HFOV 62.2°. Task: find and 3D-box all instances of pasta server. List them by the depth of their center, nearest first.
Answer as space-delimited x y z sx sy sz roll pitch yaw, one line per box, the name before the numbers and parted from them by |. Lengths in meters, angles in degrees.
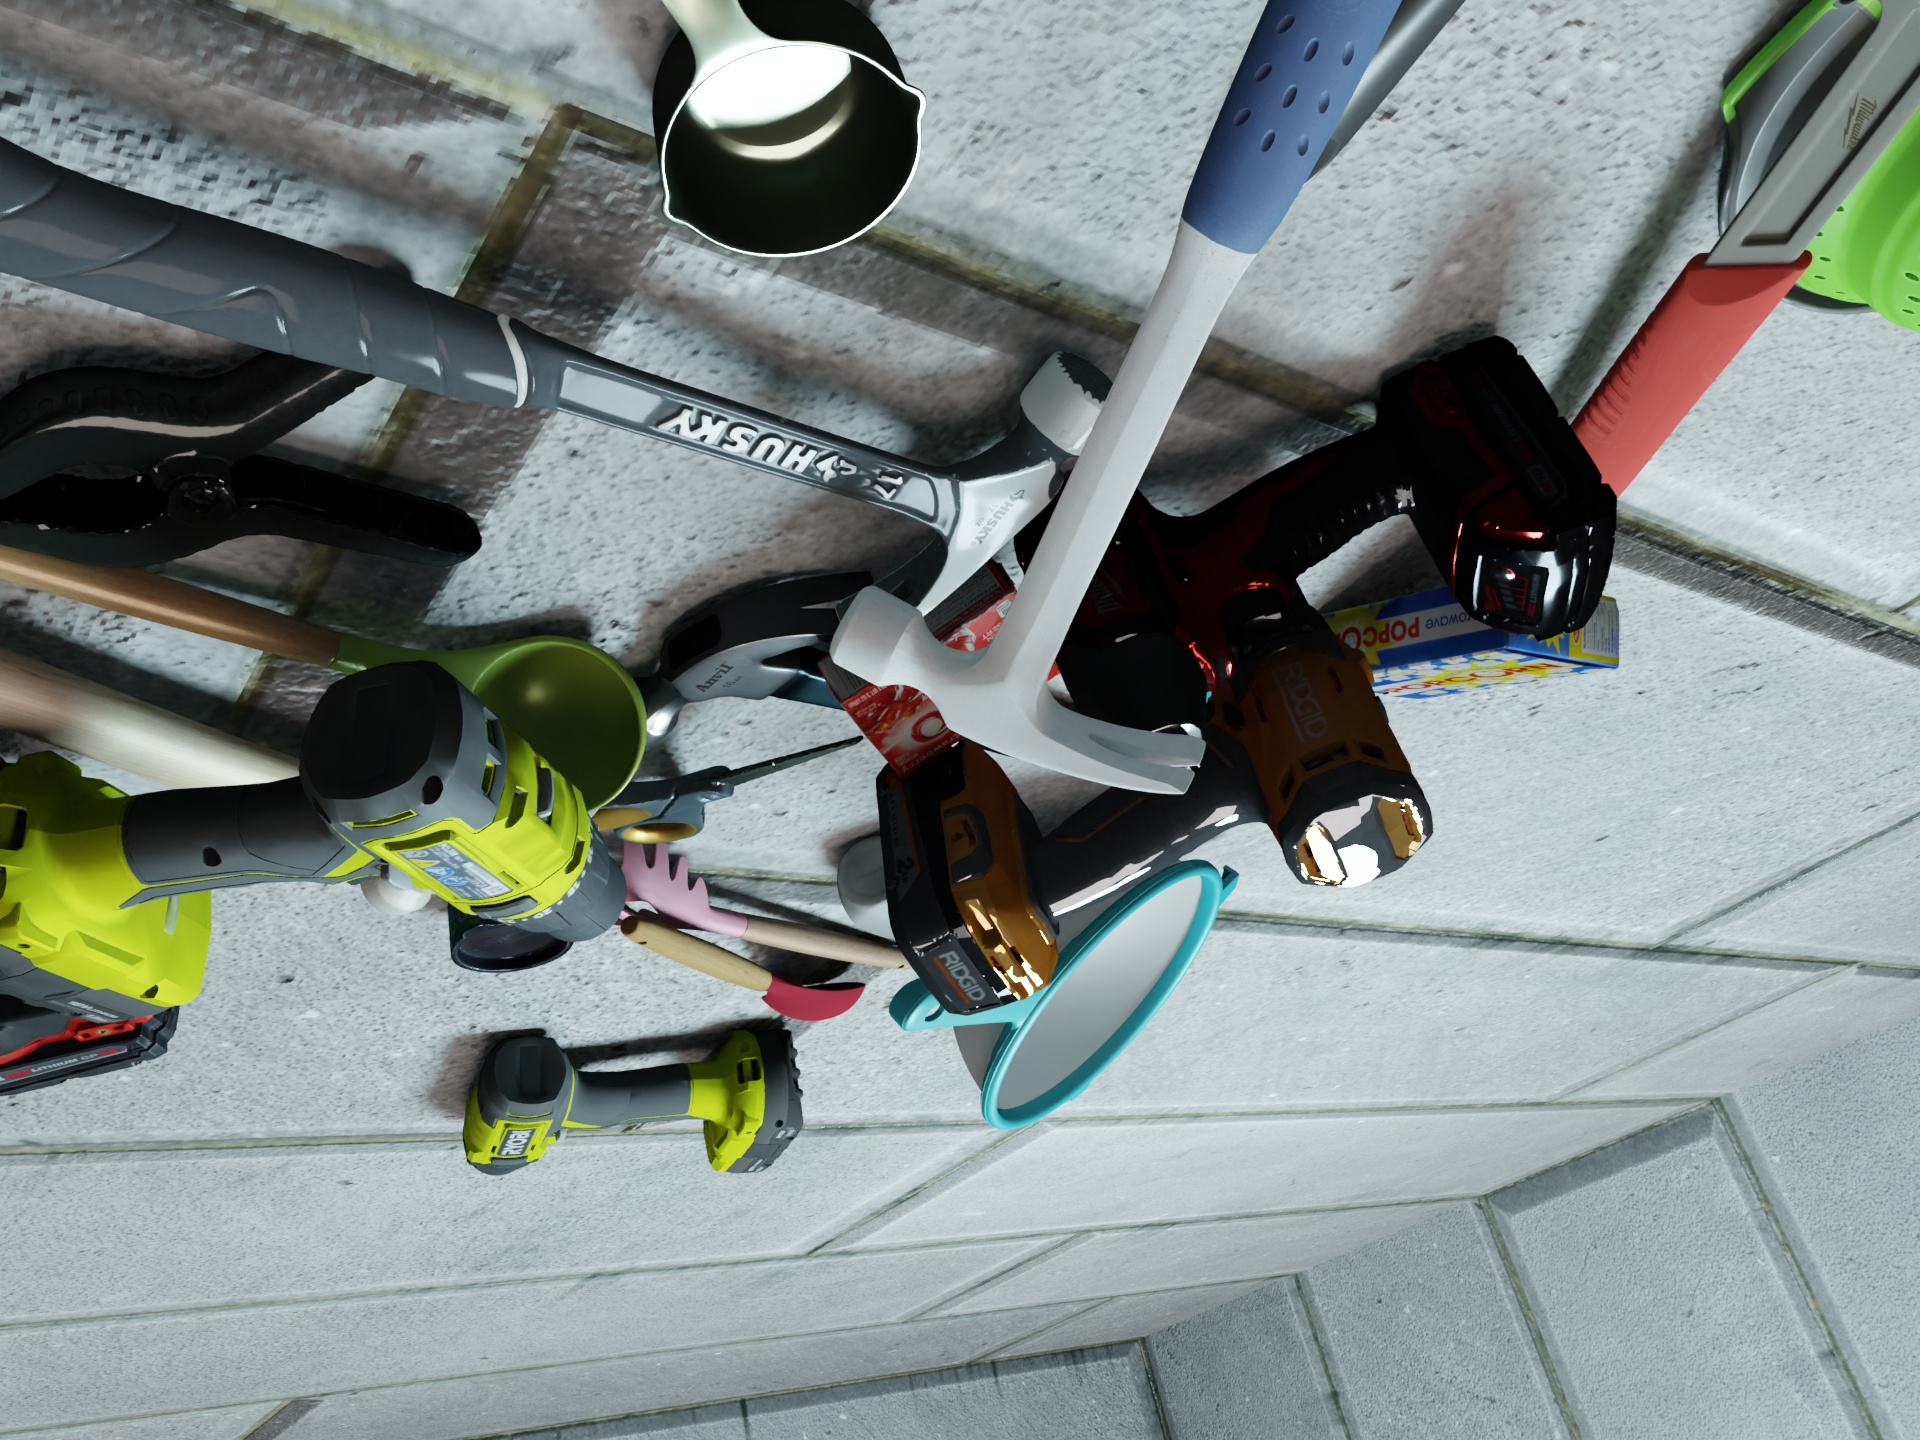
pasta server | -0.120 0.121 0.970 0.060 0.040 0.316 -28 153 23

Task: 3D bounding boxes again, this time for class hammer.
hammer | 0.081 -0.138 0.489 0.144 0.035 0.405 28 128 4
hammer | -0.129 -0.106 0.509 0.408 0.036 0.149 10 132 -42
hammer | 0.293 -0.147 0.613 0.037 0.149 0.358 -49 167 -22
hammer | -0.328 0.000 0.623 0.146 0.038 0.410 -18 152 28
hammer | -0.001 -0.003 0.798 0.330 0.033 0.128 14 142 -42

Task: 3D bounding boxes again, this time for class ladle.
ladle | -0.262 -0.030 0.604 0.320 0.062 0.078 20 101 -41
ladle | -0.130 0.152 0.965 0.069 0.031 0.315 -8 161 13

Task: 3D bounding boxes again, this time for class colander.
colander | 0.463 -0.191 0.623 0.396 0.095 0.204 7 144 -35

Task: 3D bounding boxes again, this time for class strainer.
strainer | 0.031 0.140 0.946 0.211 0.095 0.340 -56 152 12

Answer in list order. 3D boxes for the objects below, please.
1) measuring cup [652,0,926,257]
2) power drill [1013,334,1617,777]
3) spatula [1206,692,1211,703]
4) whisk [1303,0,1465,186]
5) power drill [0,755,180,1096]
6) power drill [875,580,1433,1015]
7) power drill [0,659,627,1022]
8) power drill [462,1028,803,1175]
measuring cup | -0.067 -0.195 0.425 0.083 0.038 0.167 -21 149 11
power drill | 0.141 -0.061 0.652 0.219 0.143 0.078 -19 146 2
spatula | 0.182 0.025 0.921 0.317 0.044 0.082 24 102 -52
whisk | 0.166 -0.243 0.435 0.073 0.073 0.295 4 152 -31
power drill | -0.473 0.092 0.698 0.188 0.080 0.226 -13 148 -4
power drill | 0.078 0.020 0.720 0.226 0.186 0.084 -23 130 12
power drill | -0.258 0.058 0.629 0.228 0.080 0.190 -11 154 7
power drill | -0.239 0.281 1.145 0.223 0.080 0.171 4 145 -24
